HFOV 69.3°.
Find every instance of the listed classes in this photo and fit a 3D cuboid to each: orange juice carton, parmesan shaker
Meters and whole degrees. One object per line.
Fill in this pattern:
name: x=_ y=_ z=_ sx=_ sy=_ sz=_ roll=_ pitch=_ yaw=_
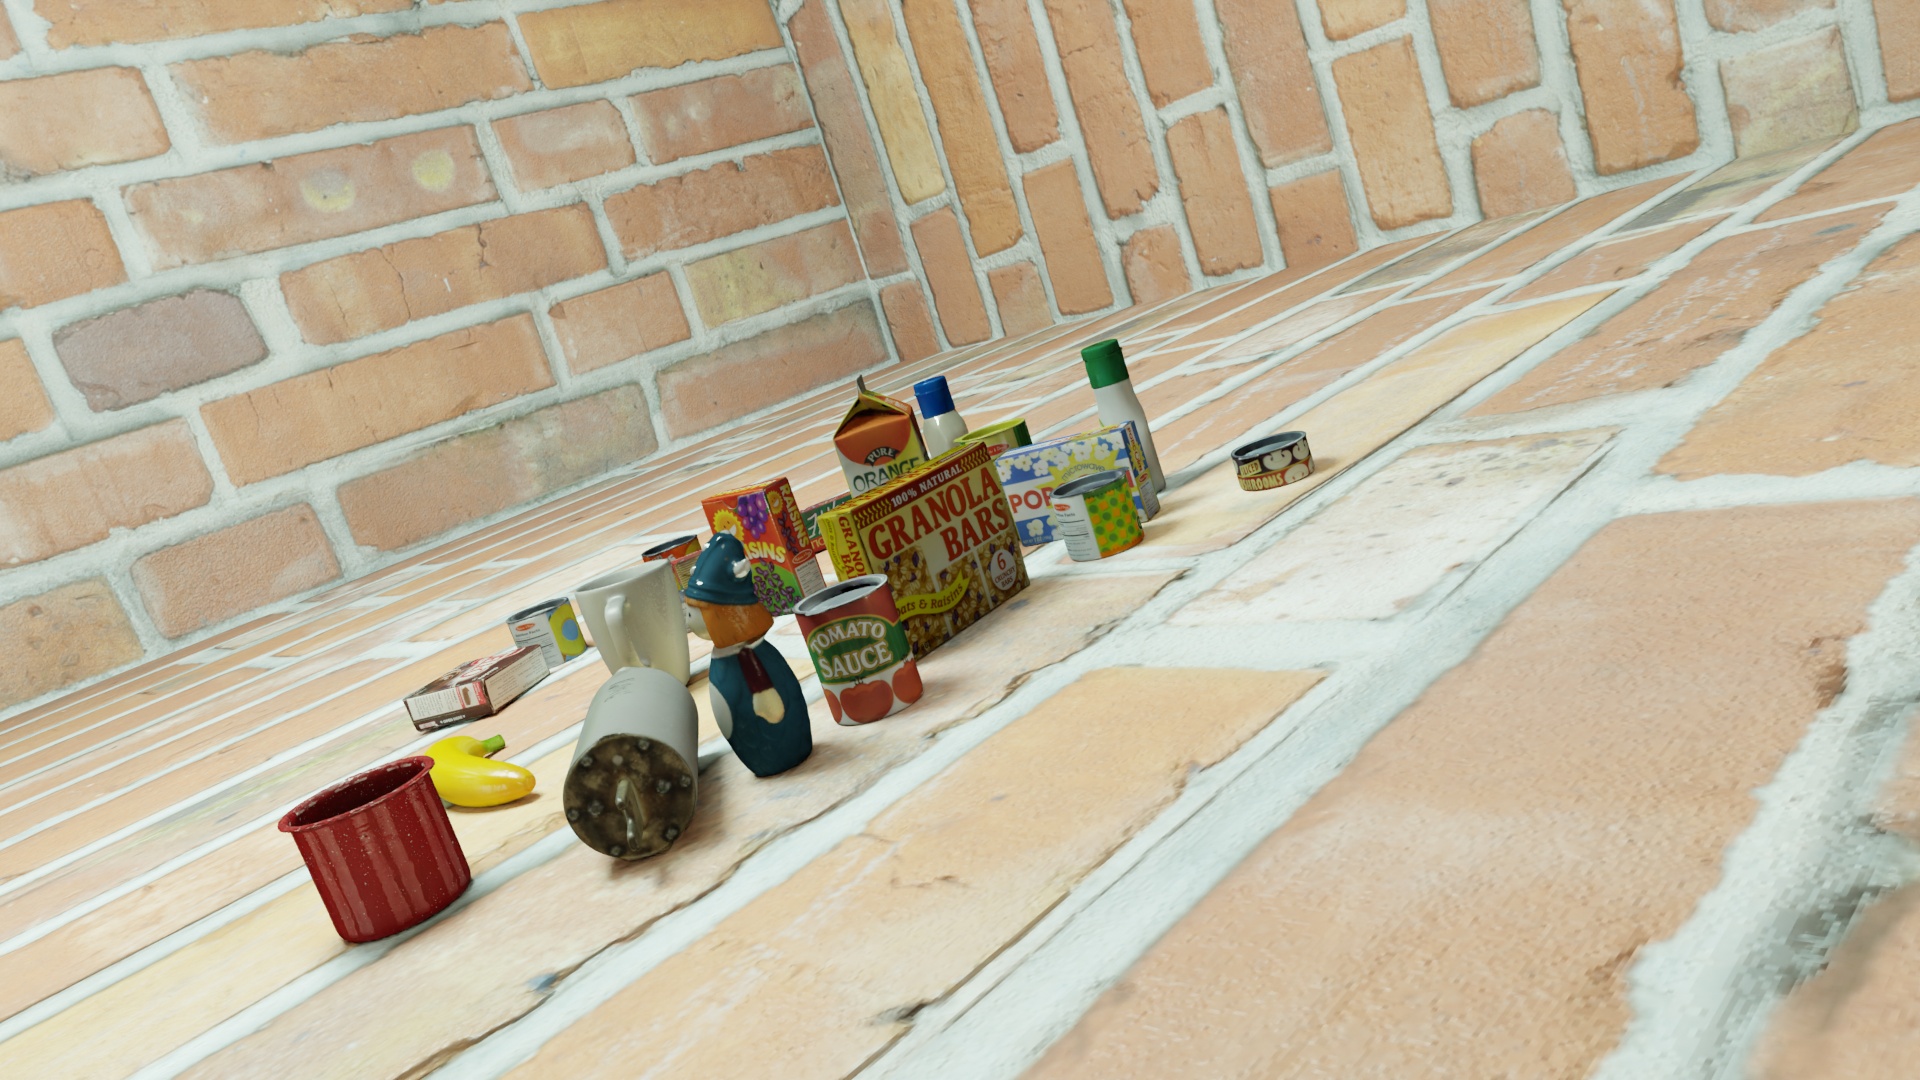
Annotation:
orange juice carton: x=-0.061 y=-0.055 z=1.241 sx=0.073 sy=0.192 sz=0.072 roll=-18 pitch=11 yaw=4
parmesan shaker: x=0.042 y=-0.056 z=1.307 sx=0.071 sy=0.103 sz=0.071 roll=-18 pitch=11 yaw=4

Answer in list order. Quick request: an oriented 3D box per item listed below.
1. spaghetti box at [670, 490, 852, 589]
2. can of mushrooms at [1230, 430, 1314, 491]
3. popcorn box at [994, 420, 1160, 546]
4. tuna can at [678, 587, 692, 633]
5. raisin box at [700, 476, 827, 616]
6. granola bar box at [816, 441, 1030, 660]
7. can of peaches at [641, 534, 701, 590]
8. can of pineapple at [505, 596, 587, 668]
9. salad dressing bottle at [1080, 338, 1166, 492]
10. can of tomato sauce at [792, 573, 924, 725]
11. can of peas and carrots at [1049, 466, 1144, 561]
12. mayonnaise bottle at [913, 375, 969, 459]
spaghetti box: x=-0.195 y=0.001 z=1.537 sx=0.251 sy=0.050 sz=0.028 roll=-23 pitch=12 yaw=-22
can of mushrooms: x=0.267 y=-0.068 z=1.192 sx=0.071 sy=0.033 sz=0.071 roll=-18 pitch=12 yaw=4
popcorn box: x=0.103 y=-0.049 z=1.230 sx=0.126 sy=0.085 sz=0.038 roll=-12 pitch=13 yaw=28
tuna can: x=-0.271 y=0.069 z=1.385 sx=0.071 sy=0.032 sz=0.071 roll=-18 pitch=12 yaw=4
raisin box: x=-0.184 y=0.009 z=1.305 sx=0.086 sy=0.123 sz=0.040 roll=-10 pitch=14 yaw=37
granola bar box: x=-0.023 y=0.009 z=1.058 sx=0.039 sy=0.124 sz=0.166 roll=-8 pitch=15 yaw=41
can of peaches: x=-0.320 y=0.032 z=1.567 sx=0.071 sy=0.058 sz=0.071 roll=-18 pitch=11 yaw=4
can of pineapple: x=-0.425 y=0.096 z=1.431 sx=0.071 sy=0.057 sz=0.071 roll=-18 pitch=11 yaw=4
salad dressing bottle: x=0.150 y=-0.113 z=1.296 sx=0.044 sy=0.147 sz=0.064 roll=-19 pitch=11 yaw=-1
can of tomato sauce: x=-0.068 y=0.073 z=0.930 sx=0.071 sy=0.083 sz=0.071 roll=-18 pitch=11 yaw=4
can of peas and carrots: x=0.115 y=-0.022 z=1.151 sx=0.071 sy=0.058 sz=0.071 roll=-18 pitch=11 yaw=4
mayonnaise bottle: x=-0.010 y=-0.101 z=1.485 sx=0.041 sy=0.147 sz=0.065 roll=-23 pitch=12 yaw=-22
